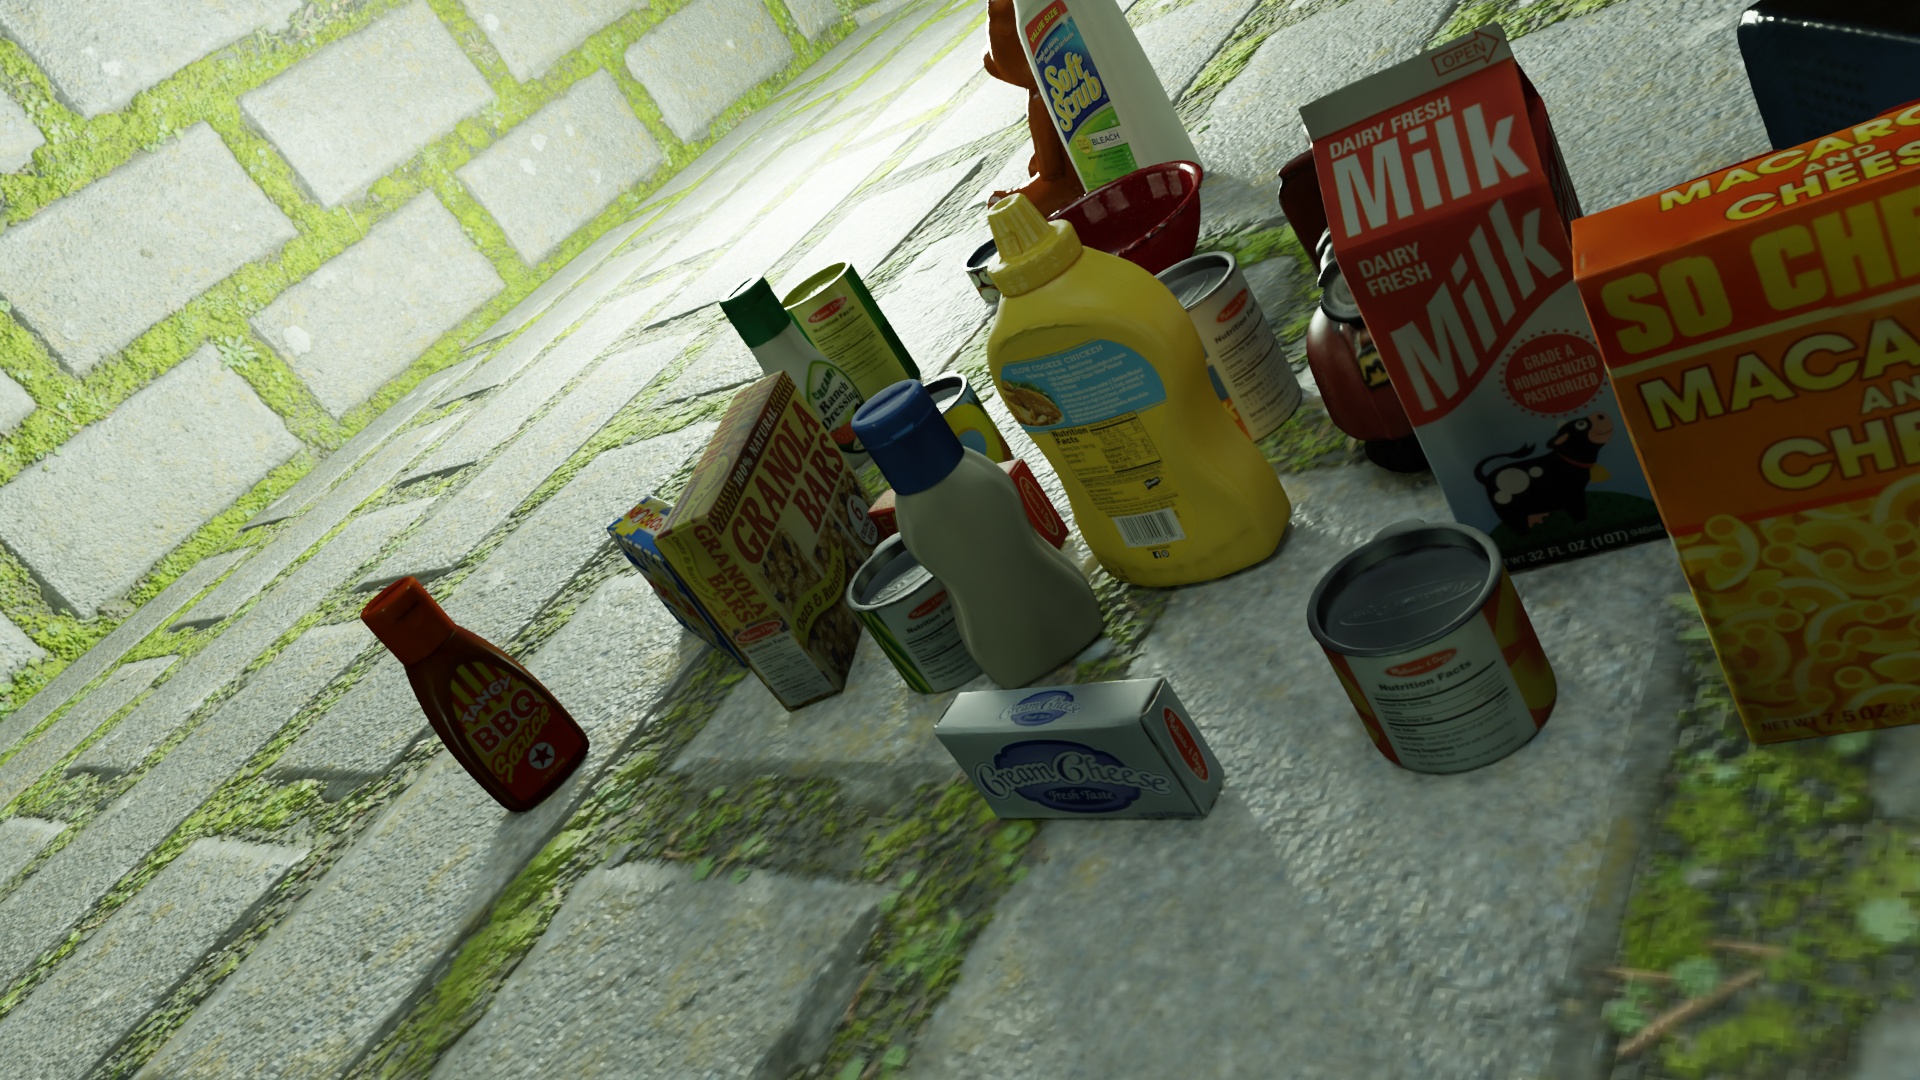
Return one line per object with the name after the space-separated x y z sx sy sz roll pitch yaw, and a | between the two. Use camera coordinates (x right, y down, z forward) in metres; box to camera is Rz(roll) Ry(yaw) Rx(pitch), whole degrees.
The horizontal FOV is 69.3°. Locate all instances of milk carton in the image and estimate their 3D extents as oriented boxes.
0.191 -0.086 0.500 0.072 0.190 0.074 -18 29 31 | milk carton

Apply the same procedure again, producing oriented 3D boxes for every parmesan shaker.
-0.087 -0.151 1.059 0.071 0.102 0.071 -27 25 14 | parmesan shaker

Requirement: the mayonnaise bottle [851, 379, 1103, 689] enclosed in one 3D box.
0.005 -0.004 0.625 0.065 0.147 0.041 -33 24 1 | mayonnaise bottle

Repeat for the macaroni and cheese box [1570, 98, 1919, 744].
0.246 -0.027 0.356 0.123 0.166 0.040 -17 29 33 | macaroni and cheese box

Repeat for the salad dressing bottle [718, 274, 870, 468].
-0.113 -0.115 0.972 0.044 0.147 0.064 -8 35 44 | salad dressing bottle

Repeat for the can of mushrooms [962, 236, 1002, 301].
0.039 -0.225 1.126 0.071 0.033 0.071 -27 25 14 | can of mushrooms

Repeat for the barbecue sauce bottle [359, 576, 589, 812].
-0.285 0.087 0.808 0.043 0.148 0.065 1 42 52 | barbecue sauce bottle

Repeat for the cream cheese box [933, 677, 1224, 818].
0.044 0.082 0.536 0.103 0.053 0.024 -10 34 41 | cream cheese box

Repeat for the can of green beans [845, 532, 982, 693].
-0.014 0.033 0.689 0.071 0.057 0.071 -27 25 14 | can of green beans

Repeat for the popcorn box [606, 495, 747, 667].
-0.164 0.023 0.856 0.038 0.085 0.127 -42 26 -17 | popcorn box

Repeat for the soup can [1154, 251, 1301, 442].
0.129 -0.097 0.724 0.071 0.083 0.072 -27 25 14 | soup can

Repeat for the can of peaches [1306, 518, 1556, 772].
0.161 0.035 0.475 0.071 0.058 0.071 -27 25 14 | can of peaches

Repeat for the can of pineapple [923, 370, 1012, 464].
-0.009 -0.061 0.855 0.071 0.057 0.071 -27 25 14 | can of pineapple

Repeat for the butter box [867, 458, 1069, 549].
0.003 -0.009 0.752 0.103 0.053 0.024 -11 33 40 | butter box

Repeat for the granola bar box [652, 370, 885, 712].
-0.099 -0.004 0.779 0.039 0.124 0.166 -24 26 21 | granola bar box
